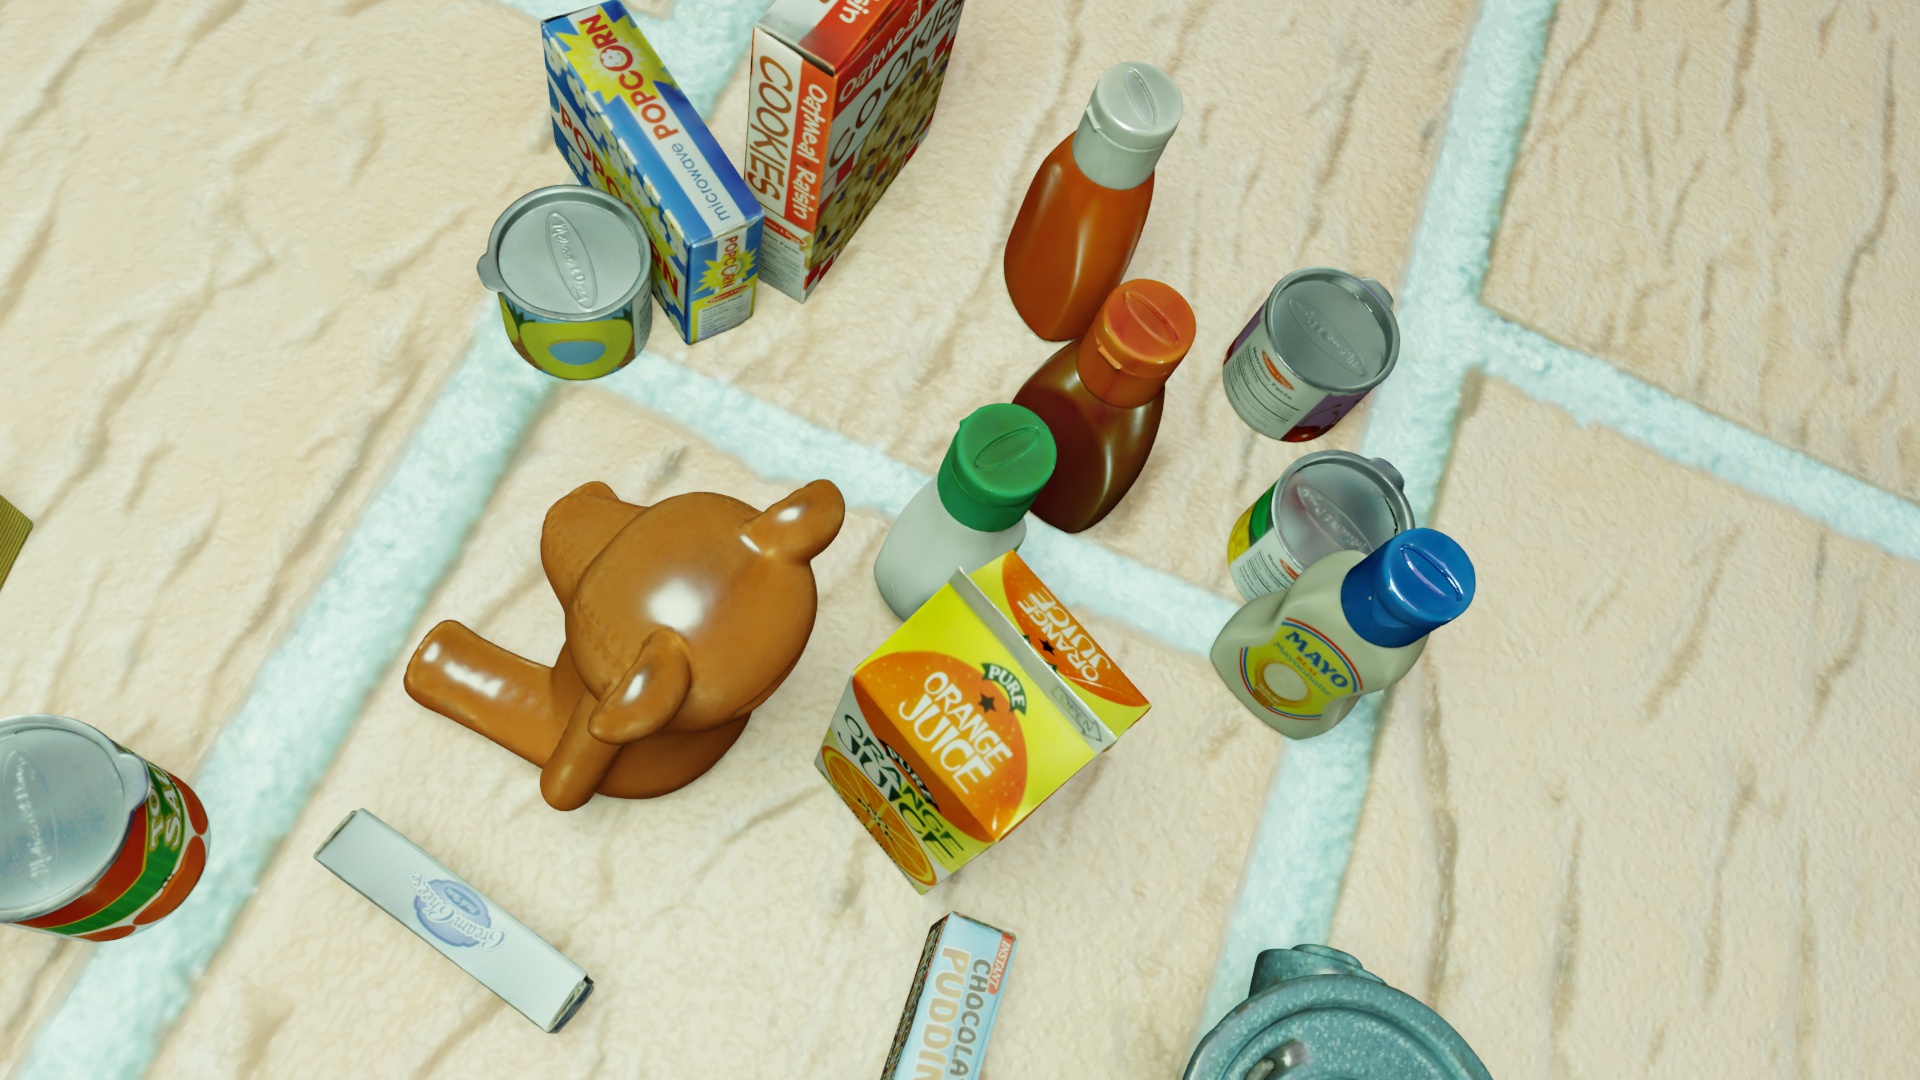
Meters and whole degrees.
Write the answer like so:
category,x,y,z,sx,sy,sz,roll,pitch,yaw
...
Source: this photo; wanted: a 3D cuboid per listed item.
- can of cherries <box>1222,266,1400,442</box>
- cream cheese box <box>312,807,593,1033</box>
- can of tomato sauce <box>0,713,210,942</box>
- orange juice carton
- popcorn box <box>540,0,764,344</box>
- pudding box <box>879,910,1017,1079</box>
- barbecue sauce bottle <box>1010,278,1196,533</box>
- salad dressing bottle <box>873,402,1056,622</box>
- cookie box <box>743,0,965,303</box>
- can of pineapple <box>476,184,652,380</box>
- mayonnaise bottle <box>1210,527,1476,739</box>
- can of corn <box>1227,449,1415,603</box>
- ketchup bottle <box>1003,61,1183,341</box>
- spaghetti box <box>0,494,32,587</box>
category,x,y,z,sx,sy,sz,roll,pitch,yaw
can of cherries,0.168,-0.088,0.663,0.071,0.058,0.072,4,69,-10
cream cheese box,-0.181,0.140,0.505,0.104,0.053,0.024,35,67,3
can of tomato sauce,-0.305,0.100,0.479,0.071,0.082,0.071,4,69,-10
orange juice carton,0.005,0.066,0.496,0.073,0.192,0.072,-37,81,-21
popcorn box,-0.136,-0.161,0.614,0.038,0.085,0.127,-30,78,-20
pudding box,-0.007,0.187,0.524,0.030,0.049,0.084,21,67,-3
barbecue sauce bottle,0.056,-0.055,0.578,0.044,0.148,0.065,-38,81,-21
salad dressing bottle,0.002,-0.007,0.549,0.064,0.147,0.044,-30,78,-20
cookie box,-0.044,-0.196,0.602,0.040,0.166,0.123,31,67,1
can of pineapple,-0.169,-0.111,0.603,0.071,0.057,0.071,4,69,-10
mayonnaise bottle,0.154,0.037,0.562,0.065,0.147,0.041,45,68,7
can of corn,0.163,-0.001,0.628,0.071,0.058,0.071,4,69,-10
ketchup bottle,0.057,-0.149,0.614,0.043,0.148,0.065,-14,73,-16
spaghetti box,-0.400,0.092,0.481,0.029,0.050,0.251,15,67,-6
